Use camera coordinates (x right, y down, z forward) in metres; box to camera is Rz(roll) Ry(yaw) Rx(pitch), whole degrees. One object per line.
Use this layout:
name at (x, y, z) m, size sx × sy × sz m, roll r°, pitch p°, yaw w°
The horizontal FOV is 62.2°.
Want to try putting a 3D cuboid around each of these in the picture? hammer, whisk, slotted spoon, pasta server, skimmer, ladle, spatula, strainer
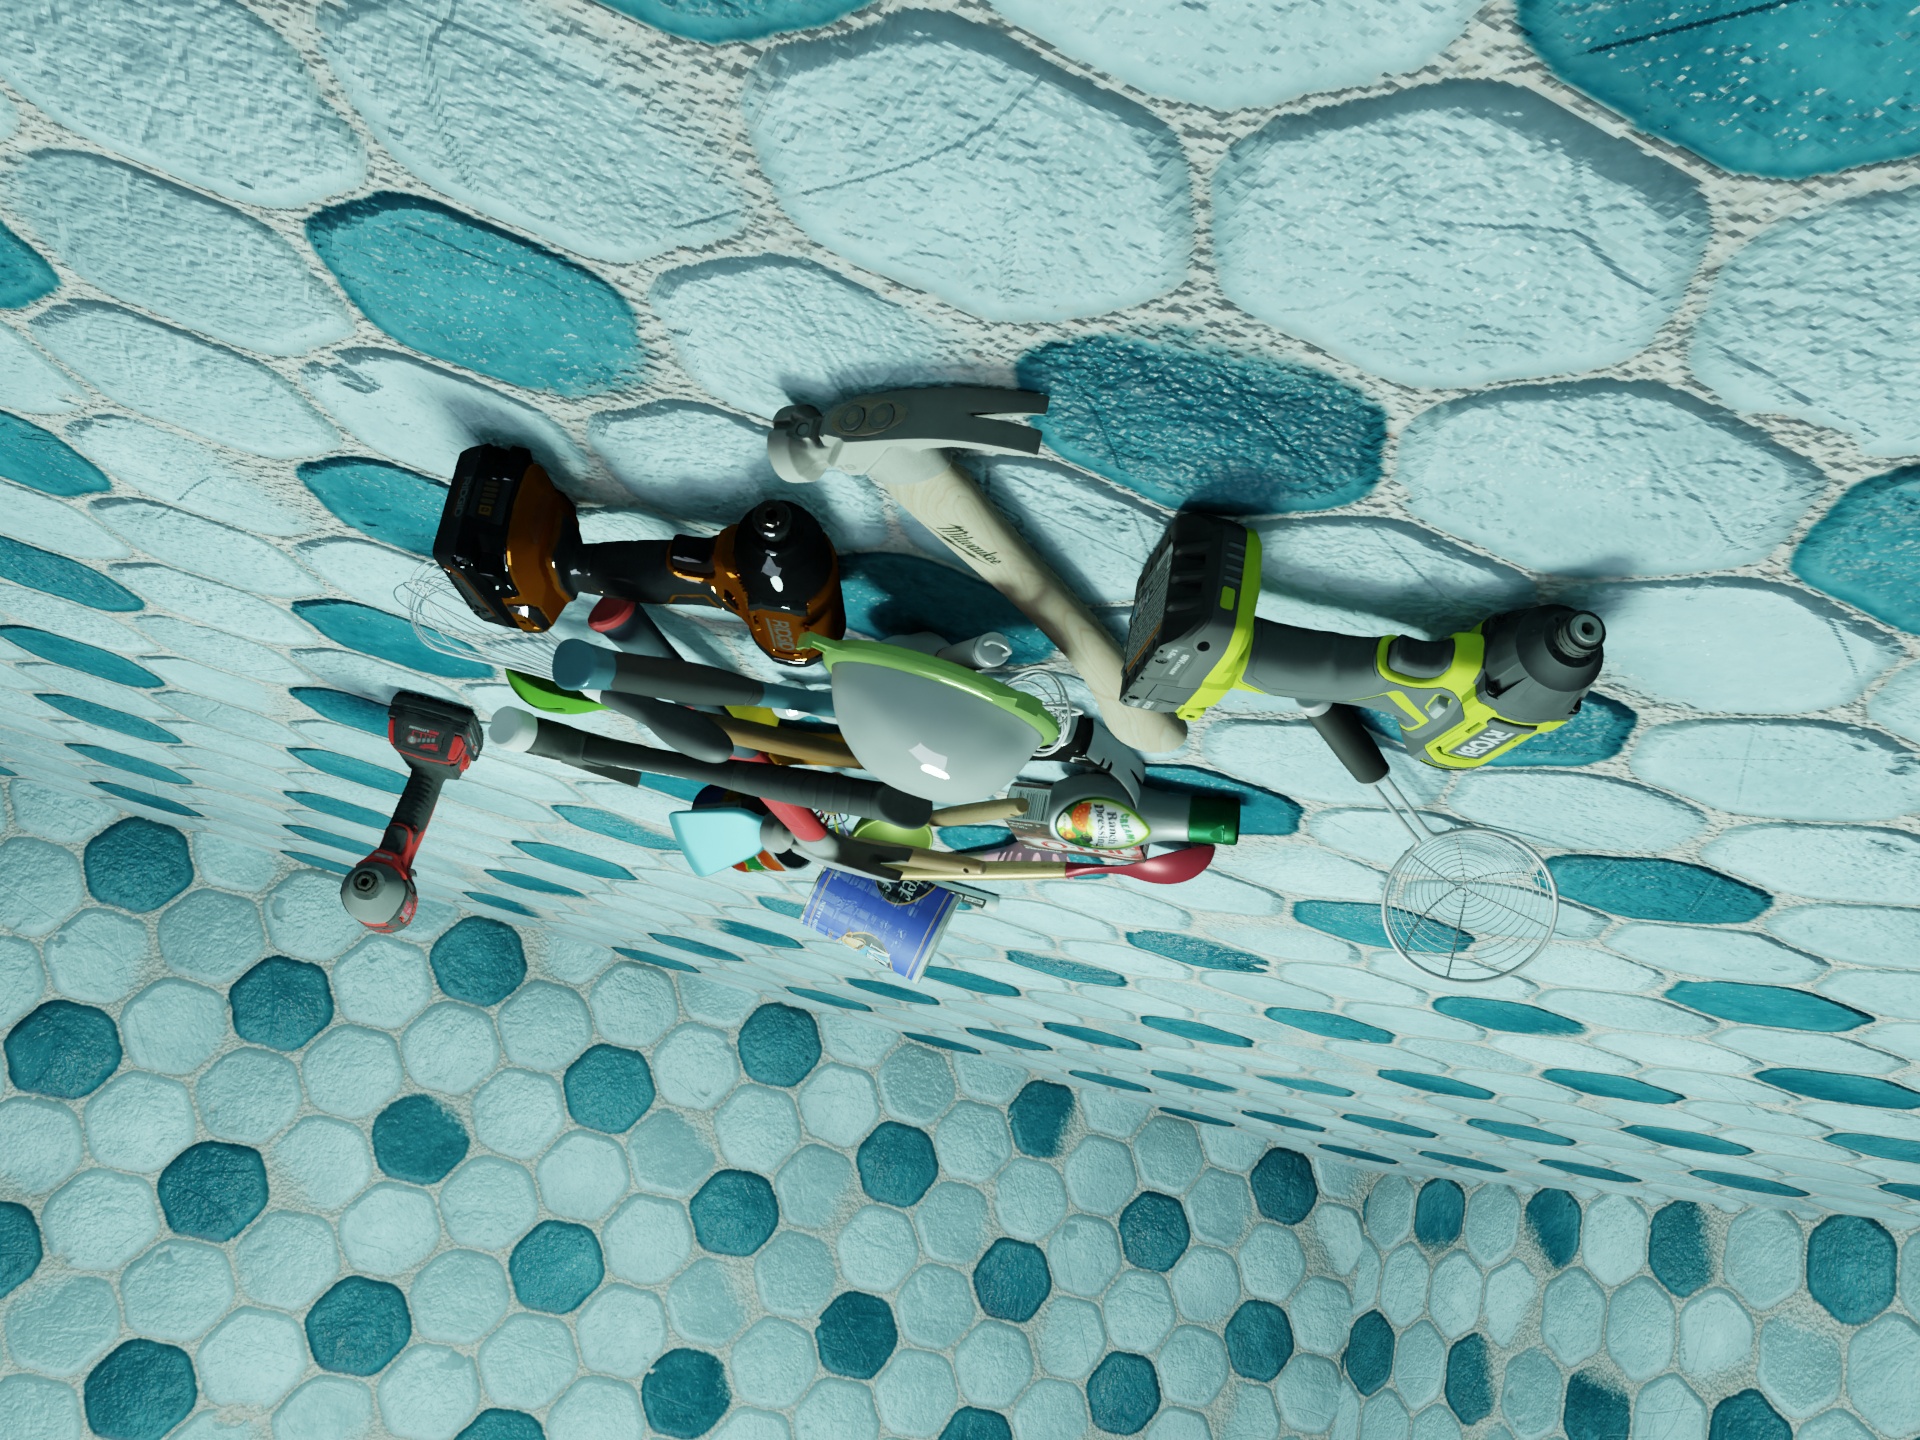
hammer at (0.058, -0.067, 0.914) m, size 0.146 × 0.038 × 0.410 m, roll 2°, pitch 159°, yaw 29°
hammer at (-0.165, 0.020, 1.238) m, size 0.143 × 0.038 × 0.385 m, roll 12°, pitch 155°, yaw 28°
hammer at (-0.151, -0.020, 1.058) m, size 0.128 × 0.033 × 0.330 m, roll 7°, pitch 179°, yaw 28°
whisk at (-0.121, 0.076, 1.448) m, size 0.051 × 0.047 × 0.245 m, roll 5°, pitch 167°, yaw -5°
slotted spoon at (-0.194, 0.001, 1.132) m, size 0.314 × 0.031 × 0.070 m, roll 12°, pitch 180°, yaw 22°
pasta server at (0.016, 0.147, 1.592) m, size 0.060 × 0.040 × 0.316 m, roll 10°, pitch 167°, yaw -27°
skimmer at (0.312, 0.082, 1.087) m, size 0.127 × 0.090 × 0.362 m, roll -29°, pitch 142°, yaw 17°
ladle at (-0.016, 0.096, 1.385) m, size 0.078 × 0.062 × 0.320 m, roll 13°, pitch 169°, yaw -22°
spatula at (-0.120, 0.119, 1.432) m, size 0.317 × 0.044 × 0.082 m, roll 6°, pitch 130°, yaw 31°
whisk at (-0.277, -0.039, 1.114) m, size 0.285 × 0.070 × 0.070 m, roll 26°, pitch 165°, yaw 15°
hammer at (-0.170, 0.039, 1.150) m, size 0.335 × 0.035 × 0.146 m, roll 8°, pitch 171°, yaw 28°
whisk at (-0.002, -0.004, 1.139) m, size 0.057 × 0.059 × 0.246 m, roll -5°, pitch -178°, yaw -37°
hammer at (-0.020, 0.026, 1.259) m, size 0.337 × 0.034 × 0.127 m, roll 1°, pitch 157°, yaw 36°
ladle at (0.069, 0.133, 1.424) m, size 0.315 × 0.031 × 0.069 m, roll -3°, pitch 164°, yaw 15°
strainer at (-0.011, 0.024, 1.006) m, size 0.151 × 0.069 × 0.256 m, roll 16°, pitch 168°, yaw 16°
strainer at (-0.007, -0.036, 0.985) m, size 0.087 × 0.050 × 0.258 m, roll 36°, pitch 169°, yaw -11°

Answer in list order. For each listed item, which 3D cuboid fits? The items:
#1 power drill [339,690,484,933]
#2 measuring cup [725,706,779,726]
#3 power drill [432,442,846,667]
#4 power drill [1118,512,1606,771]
power drill at (-0.538, 0.092, 1.542) m, size 0.078 × 0.220 × 0.143 m, roll 15°, pitch 162°, yaw -5°
measuring cup at (-0.142, -0.002, 1.268) m, size 0.156 × 0.029 × 0.062 m, roll 0°, pitch 158°, yaw 44°
power drill at (-0.182, -0.098, 0.934) m, size 0.226 × 0.084 × 0.164 m, roll 9°, pitch 162°, yaw 2°
power drill at (0.208, -0.037, 0.833) m, size 0.223 × 0.080 × 0.171 m, roll 11°, pitch 163°, yaw -4°
